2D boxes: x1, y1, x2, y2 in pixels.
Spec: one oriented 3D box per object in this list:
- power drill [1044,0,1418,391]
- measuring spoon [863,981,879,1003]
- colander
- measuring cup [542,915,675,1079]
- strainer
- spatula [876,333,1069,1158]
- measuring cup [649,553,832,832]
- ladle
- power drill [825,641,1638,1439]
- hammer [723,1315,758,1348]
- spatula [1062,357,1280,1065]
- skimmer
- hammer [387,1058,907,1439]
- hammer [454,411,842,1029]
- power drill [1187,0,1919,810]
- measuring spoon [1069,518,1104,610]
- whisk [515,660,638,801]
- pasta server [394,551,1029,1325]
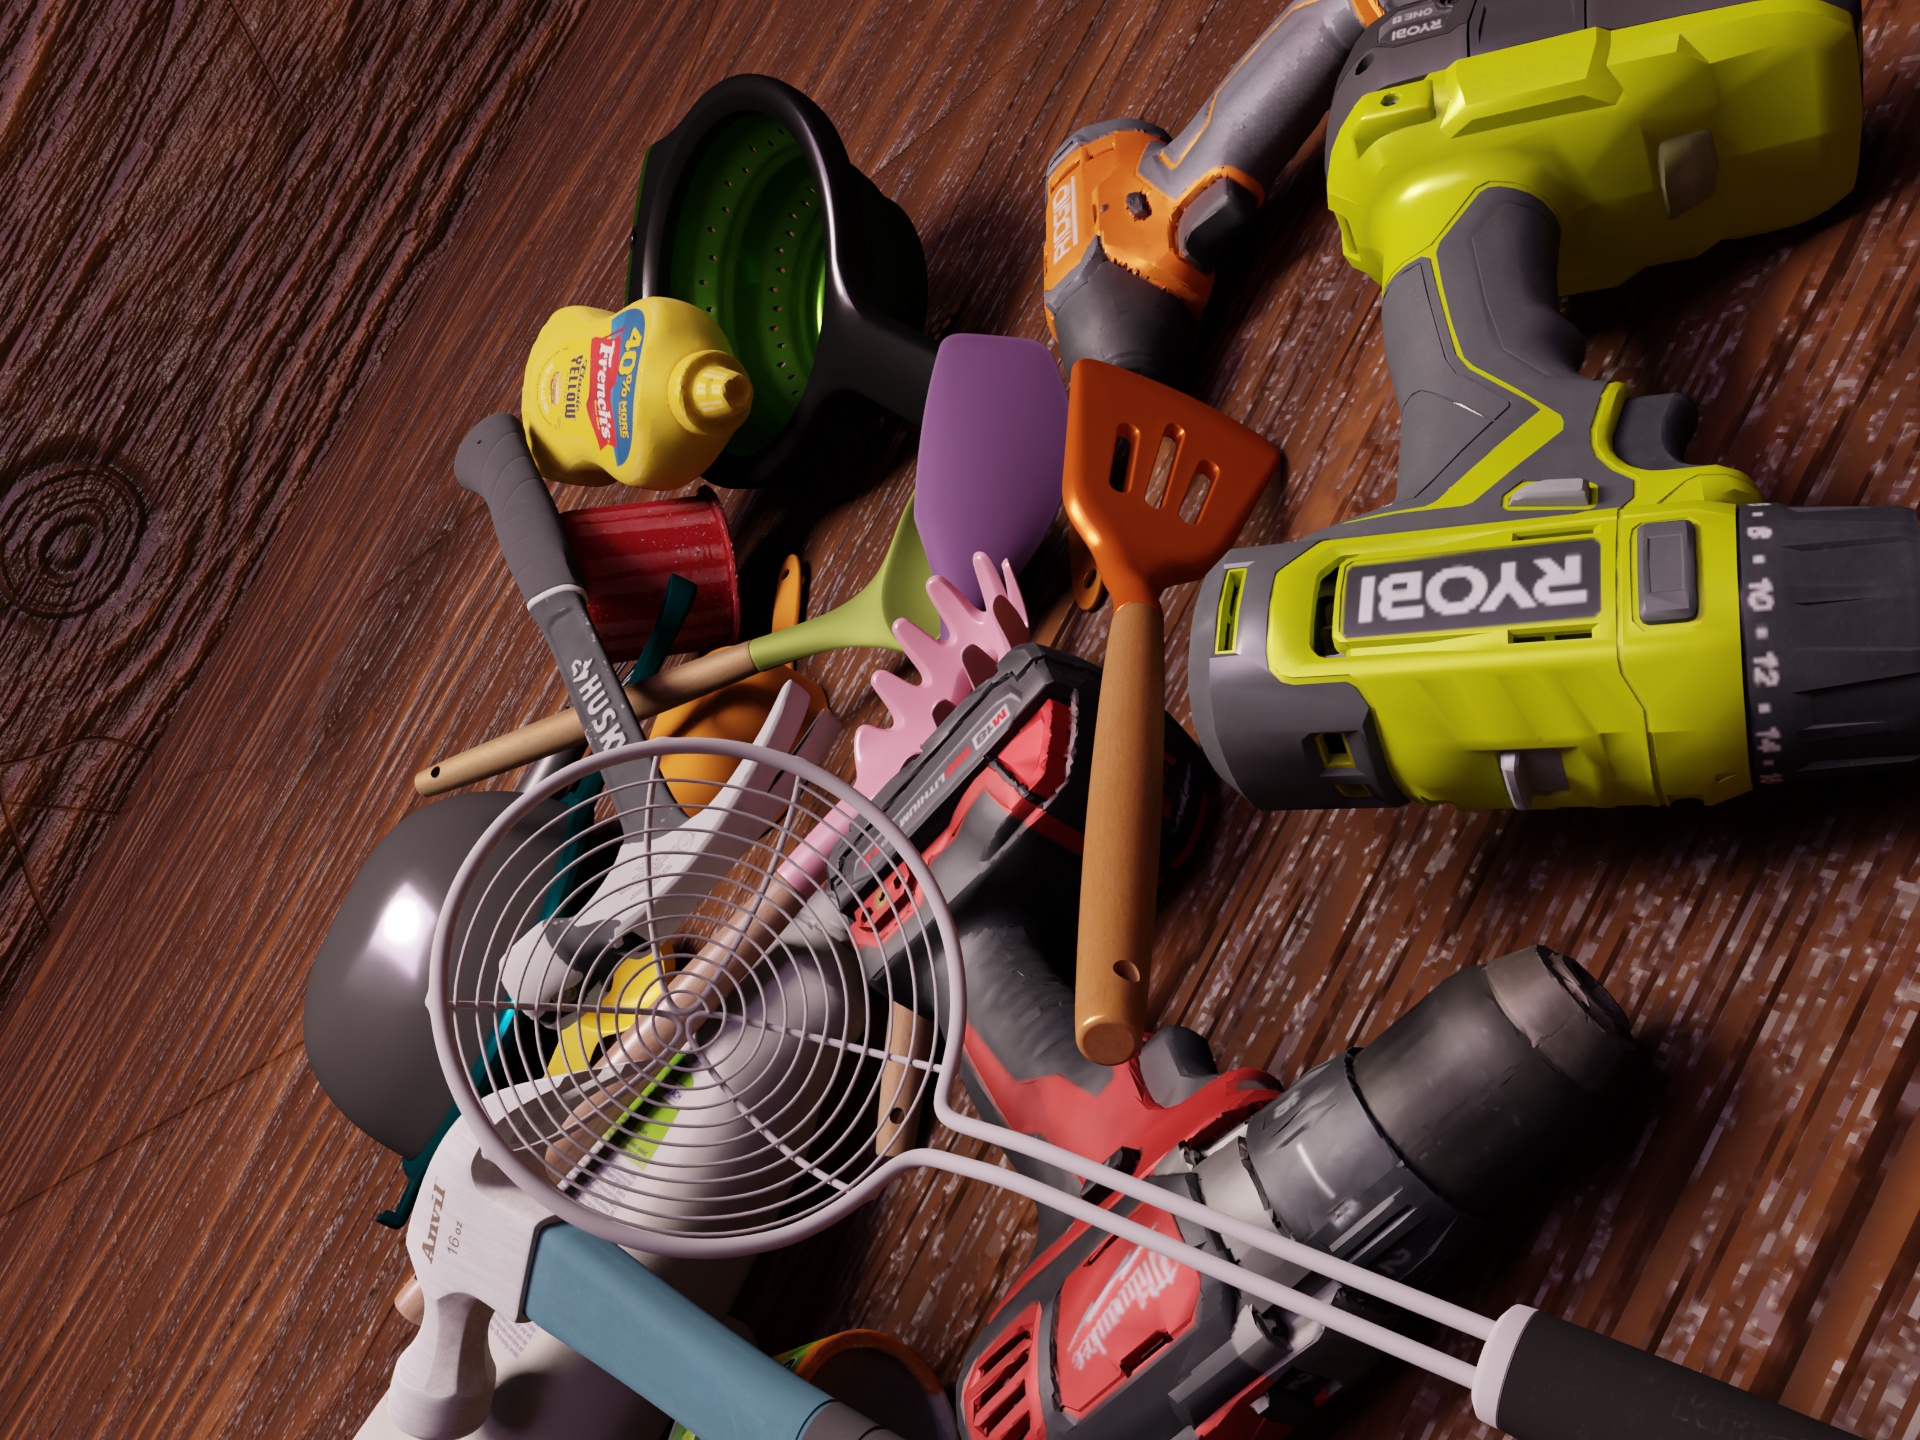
[{"bbox_3d":[0.116,-0.212,0.589,0.226,0.084,0.164,-38,37,39],"label":"power drill"},{"bbox_3d":[-0.034,0.050,0.630,0.042,0.021,0.129,-17,52,49],"label":"measuring spoon"},{"bbox_3d":[-0.036,-0.188,0.779,0.397,0.094,0.204,37,123,44],"label":"colander"},{"bbox_3d":[-0.176,0.158,0.734,0.029,0.062,0.156,-31,-37,-79],"label":"measuring cup"},{"bbox_3d":[-0.243,0.064,0.794,0.340,0.095,0.211,-61,19,13],"label":"strainer"},{"bbox_3d":[-0.001,-0.002,0.583,0.018,0.060,0.316,83,-165,-73],"label":"spatula"},{"bbox_3d":[-0.108,-0.025,0.773,0.095,0.052,0.174,-32,42,38],"label":"measuring cup"},{"bbox_3d":[-0.118,-0.025,0.692,0.320,0.062,0.078,-20,59,19],"label":"ladle"},{"bbox_3d":[0.056,0.075,0.431,0.188,0.080,0.227,-47,35,19],"label":"power drill"},{"bbox_3d":[-0.165,0.359,0.543,0.130,0.031,0.331,-9,57,52],"label":"hammer"},{"bbox_3d":[0.051,-0.023,0.433,0.323,0.081,0.041,-75,11,-61],"label":"spatula"},{"bbox_3d":[0.043,0.087,0.308,0.363,0.090,0.127,13,51,36],"label":"skimmer"},{"bbox_3d":[-0.024,0.181,0.373,0.331,0.033,0.128,18,99,35],"label":"hammer"},{"bbox_3d":[-0.173,-0.047,0.708,0.149,0.036,0.409,-42,41,5],"label":"hammer"},{"bbox_3d":[0.164,-0.083,0.382,0.190,0.080,0.229,-4,57,27],"label":"power drill"},{"bbox_3d":[0.054,-0.090,0.640,0.021,0.011,0.117,-38,40,44],"label":"measuring spoon"},{"bbox_3d":[-0.224,-0.002,0.930,0.239,0.055,0.055,-62,30,4],"label":"whisk"},{"bbox_3d":[-0.080,0.072,0.537,0.316,0.040,0.060,-48,27,-8],"label":"pasta server"}]
